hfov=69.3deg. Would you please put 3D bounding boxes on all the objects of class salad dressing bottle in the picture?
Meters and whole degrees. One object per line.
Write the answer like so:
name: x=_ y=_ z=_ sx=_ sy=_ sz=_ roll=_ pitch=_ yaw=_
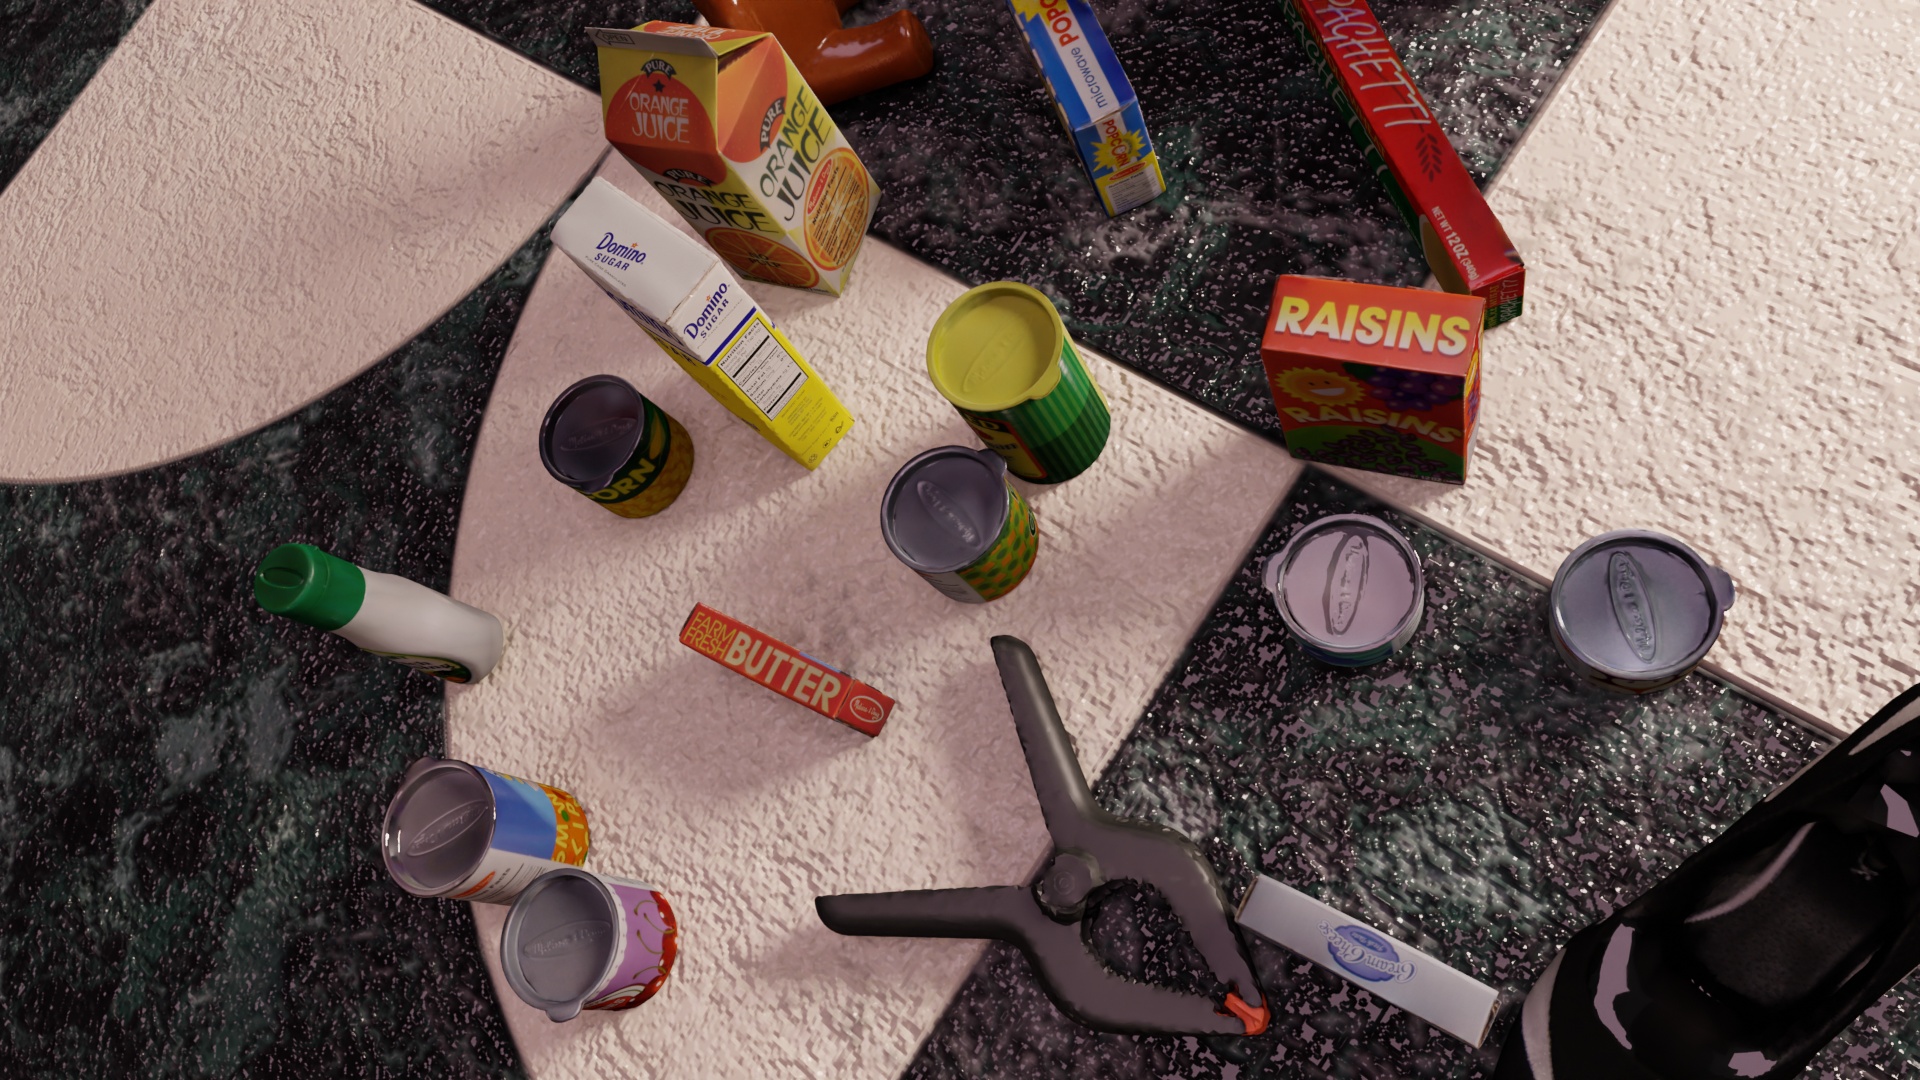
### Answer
salad dressing bottle: x=-0.306 y=0.040 z=0.740 sx=0.064 sy=0.147 sz=0.044 roll=8 pitch=75 yaw=22

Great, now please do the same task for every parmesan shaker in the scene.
parmesan shaker: x=0.033 y=-0.073 z=0.684 sx=0.071 sy=0.103 sz=0.071 roll=-6 pitch=70 yaw=18

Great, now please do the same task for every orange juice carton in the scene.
orange juice carton: x=-0.118 y=-0.209 z=0.738 sx=0.072 sy=0.192 sz=0.073 roll=15 pitch=77 yaw=24

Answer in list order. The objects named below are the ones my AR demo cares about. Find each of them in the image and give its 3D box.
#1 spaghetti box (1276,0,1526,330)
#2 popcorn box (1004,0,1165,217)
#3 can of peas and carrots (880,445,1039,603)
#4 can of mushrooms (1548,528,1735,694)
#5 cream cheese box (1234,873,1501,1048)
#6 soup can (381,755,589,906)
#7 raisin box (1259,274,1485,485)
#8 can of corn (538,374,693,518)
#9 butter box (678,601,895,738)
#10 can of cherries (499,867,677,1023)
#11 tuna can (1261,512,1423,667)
spaghetti box: x=0.214 y=-0.217 z=0.701 sx=0.028 sy=0.050 sz=0.251 roll=-24 pitch=65 yaw=10
popcorn box: x=0.064 y=-0.248 z=0.746 sx=0.038 sy=0.085 sz=0.127 roll=-25 pitch=65 yaw=10
can of peas and carrots: x=0.002 y=-0.009 z=0.697 sx=0.071 sy=0.058 sz=0.071 roll=-6 pitch=69 yaw=18
can of mushrooms: x=0.290 y=0.031 z=0.594 sx=0.071 sy=0.033 sz=0.071 roll=-6 pitch=69 yaw=18
cream cheese box: x=0.169 y=0.174 z=0.575 sx=0.104 sy=0.053 sz=0.024 roll=23 pitch=81 yaw=25
soup can: x=-0.242 y=0.150 z=0.714 sx=0.071 sy=0.083 sz=0.071 roll=-6 pitch=70 yaw=18
raisin box: x=0.186 y=-0.070 z=0.618 sx=0.086 sy=0.123 sz=0.040 roll=12 pitch=76 yaw=23
can of corn: x=-0.192 y=-0.049 z=0.782 sx=0.071 sy=0.058 sz=0.071 roll=-6 pitch=69 yaw=18
butter box: x=-0.089 y=0.066 z=0.706 sx=0.103 sy=0.053 sz=0.024 roll=23 pitch=81 yaw=25
can of cherries: x=-0.183 y=0.201 z=0.688 sx=0.071 sy=0.058 sz=0.071 roll=-6 pitch=69 yaw=18
tuna can: x=0.176 y=0.023 z=0.638 sx=0.071 sy=0.032 sz=0.071 roll=-6 pitch=69 yaw=18
